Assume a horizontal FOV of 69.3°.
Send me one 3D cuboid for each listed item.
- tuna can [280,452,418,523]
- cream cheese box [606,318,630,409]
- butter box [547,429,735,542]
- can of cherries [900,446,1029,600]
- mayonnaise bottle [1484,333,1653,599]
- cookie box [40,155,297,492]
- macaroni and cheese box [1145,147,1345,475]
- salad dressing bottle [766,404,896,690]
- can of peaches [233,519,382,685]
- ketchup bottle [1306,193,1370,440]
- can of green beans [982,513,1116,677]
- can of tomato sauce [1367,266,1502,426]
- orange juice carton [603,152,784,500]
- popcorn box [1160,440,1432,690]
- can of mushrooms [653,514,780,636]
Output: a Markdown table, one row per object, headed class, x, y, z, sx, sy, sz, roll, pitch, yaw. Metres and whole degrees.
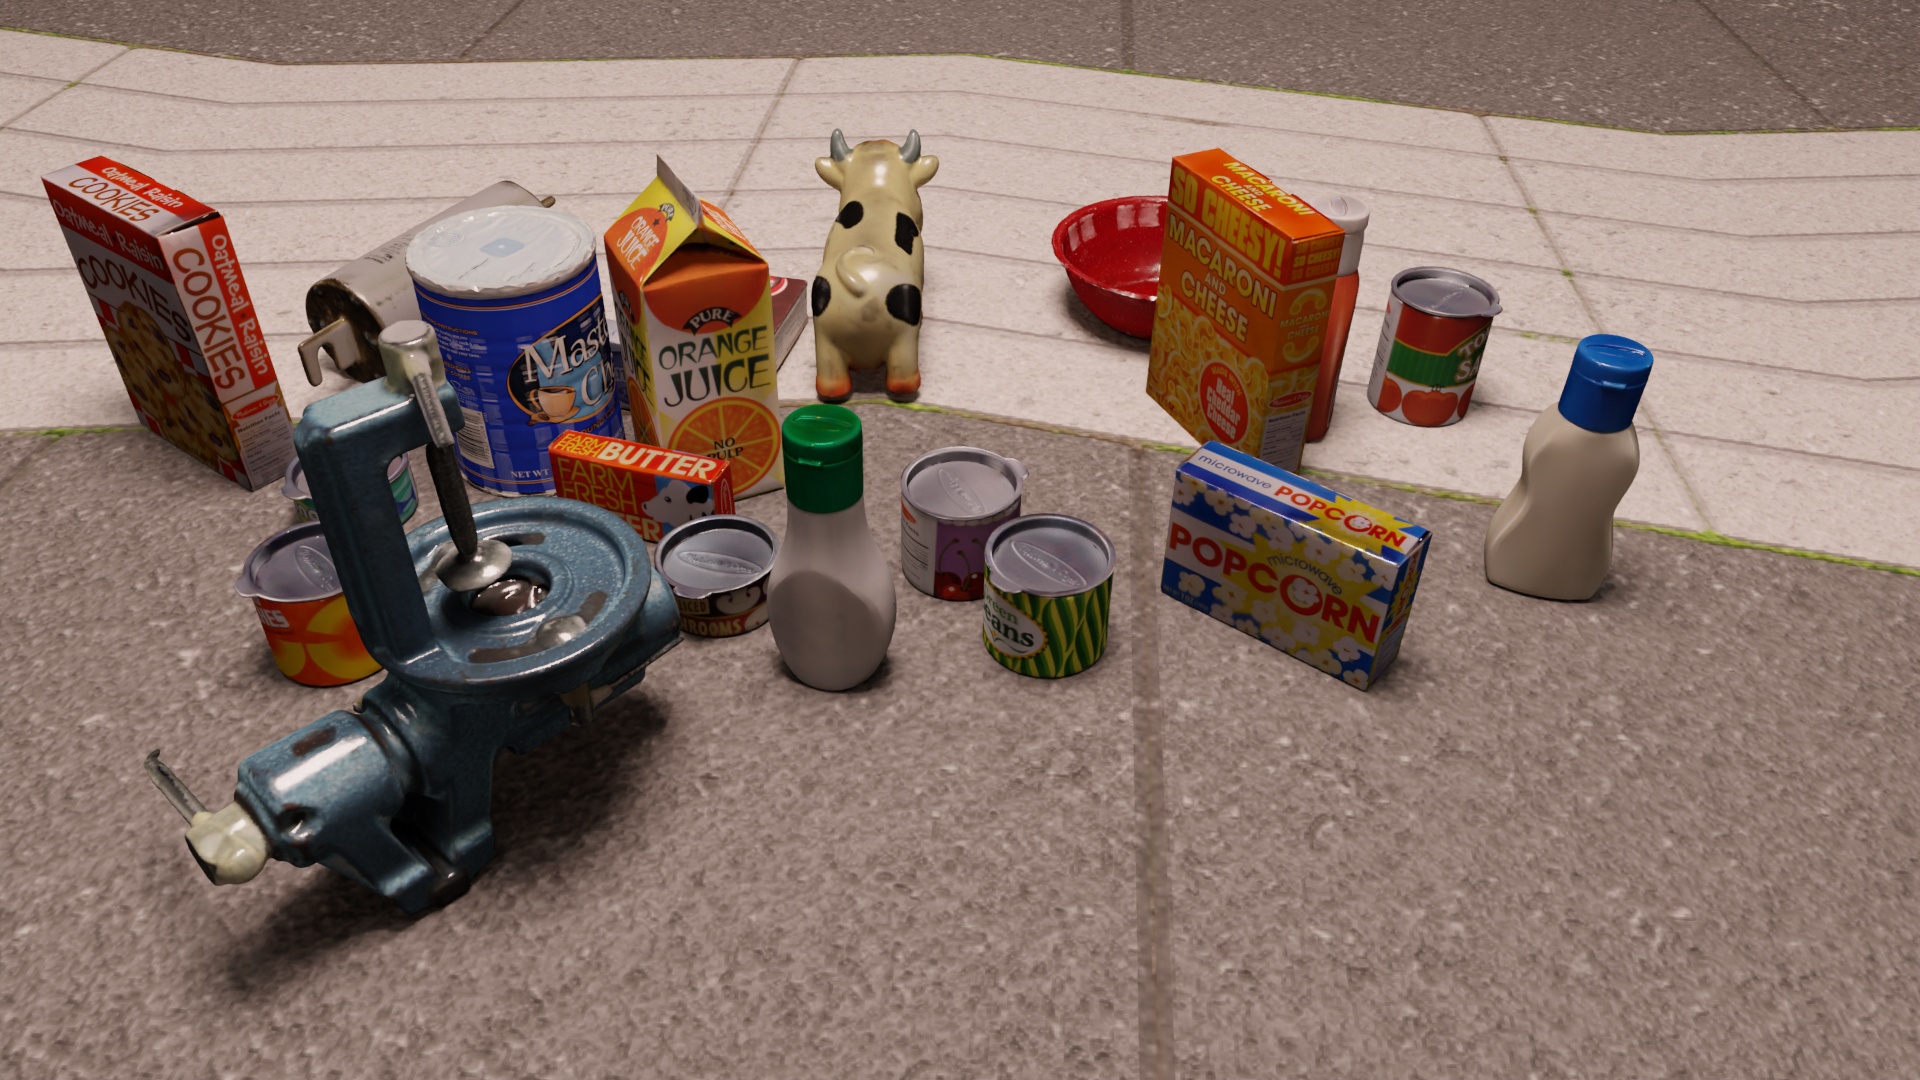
| class | x | y | z | sx | sy | sz | roll | pitch | yaw |
| --- | --- | --- | --- | --- | --- | --- | --- | --- | --- |
| tuna can | -0.349 | -0.029 | 0.795 | 0.071 | 0.032 | 0.071 | 1 | 38 | -1 |
| cream cheese box | -0.199 | -0.108 | 0.883 | 0.104 | 0.053 | 0.024 | 14 | 40 | 15 |
| butter box | -0.179 | -0.027 | 0.782 | 0.103 | 0.052 | 0.024 | 12 | 39 | 13 |
| can of cherries | 0.003 | -0.010 | 0.761 | 0.071 | 0.058 | 0.072 | 1 | 38 | -1 |
| mayonnaise bottle | 0.324 | -0.037 | 0.734 | 0.065 | 0.147 | 0.041 | 11 | 39 | 12 |
| cookie box | -0.453 | -0.125 | 0.805 | 0.123 | 0.166 | 0.040 | 25 | 44 | 27 |
| macaroni and cheese box | 0.167 | -0.134 | 0.838 | 0.040 | 0.165 | 0.124 | -16 | 41 | -20 |
| salad dressing bottle | -0.063 | 0.005 | 0.668 | 0.064 | 0.146 | 0.044 | 9 | 39 | 10 |
| can of peaches | -0.319 | 0.032 | 0.698 | 0.071 | 0.057 | 0.071 | 1 | 38 | -1 |
| ketchup bottle | 0.220 | -0.138 | 0.859 | 0.043 | 0.148 | 0.065 | 5 | 38 | 5 |
| can of green beans | 0.045 | 0.028 | 0.714 | 0.071 | 0.057 | 0.071 | 1 | 38 | -1 |
| can of tomato sauce | 0.306 | -0.124 | 0.897 | 0.071 | 0.082 | 0.071 | 1 | 38 | -1 |
| orange juice carton | -0.150 | -0.116 | 0.783 | 0.073 | 0.191 | 0.072 | -16 | 41 | -21 |
| popcorn box | 0.169 | 0.011 | 0.718 | 0.127 | 0.084 | 0.038 | 27 | 45 | 29 |
| can of mushrooms | -0.129 | 0.020 | 0.739 | 0.071 | 0.033 | 0.071 | 1 | 38 | -1 |
